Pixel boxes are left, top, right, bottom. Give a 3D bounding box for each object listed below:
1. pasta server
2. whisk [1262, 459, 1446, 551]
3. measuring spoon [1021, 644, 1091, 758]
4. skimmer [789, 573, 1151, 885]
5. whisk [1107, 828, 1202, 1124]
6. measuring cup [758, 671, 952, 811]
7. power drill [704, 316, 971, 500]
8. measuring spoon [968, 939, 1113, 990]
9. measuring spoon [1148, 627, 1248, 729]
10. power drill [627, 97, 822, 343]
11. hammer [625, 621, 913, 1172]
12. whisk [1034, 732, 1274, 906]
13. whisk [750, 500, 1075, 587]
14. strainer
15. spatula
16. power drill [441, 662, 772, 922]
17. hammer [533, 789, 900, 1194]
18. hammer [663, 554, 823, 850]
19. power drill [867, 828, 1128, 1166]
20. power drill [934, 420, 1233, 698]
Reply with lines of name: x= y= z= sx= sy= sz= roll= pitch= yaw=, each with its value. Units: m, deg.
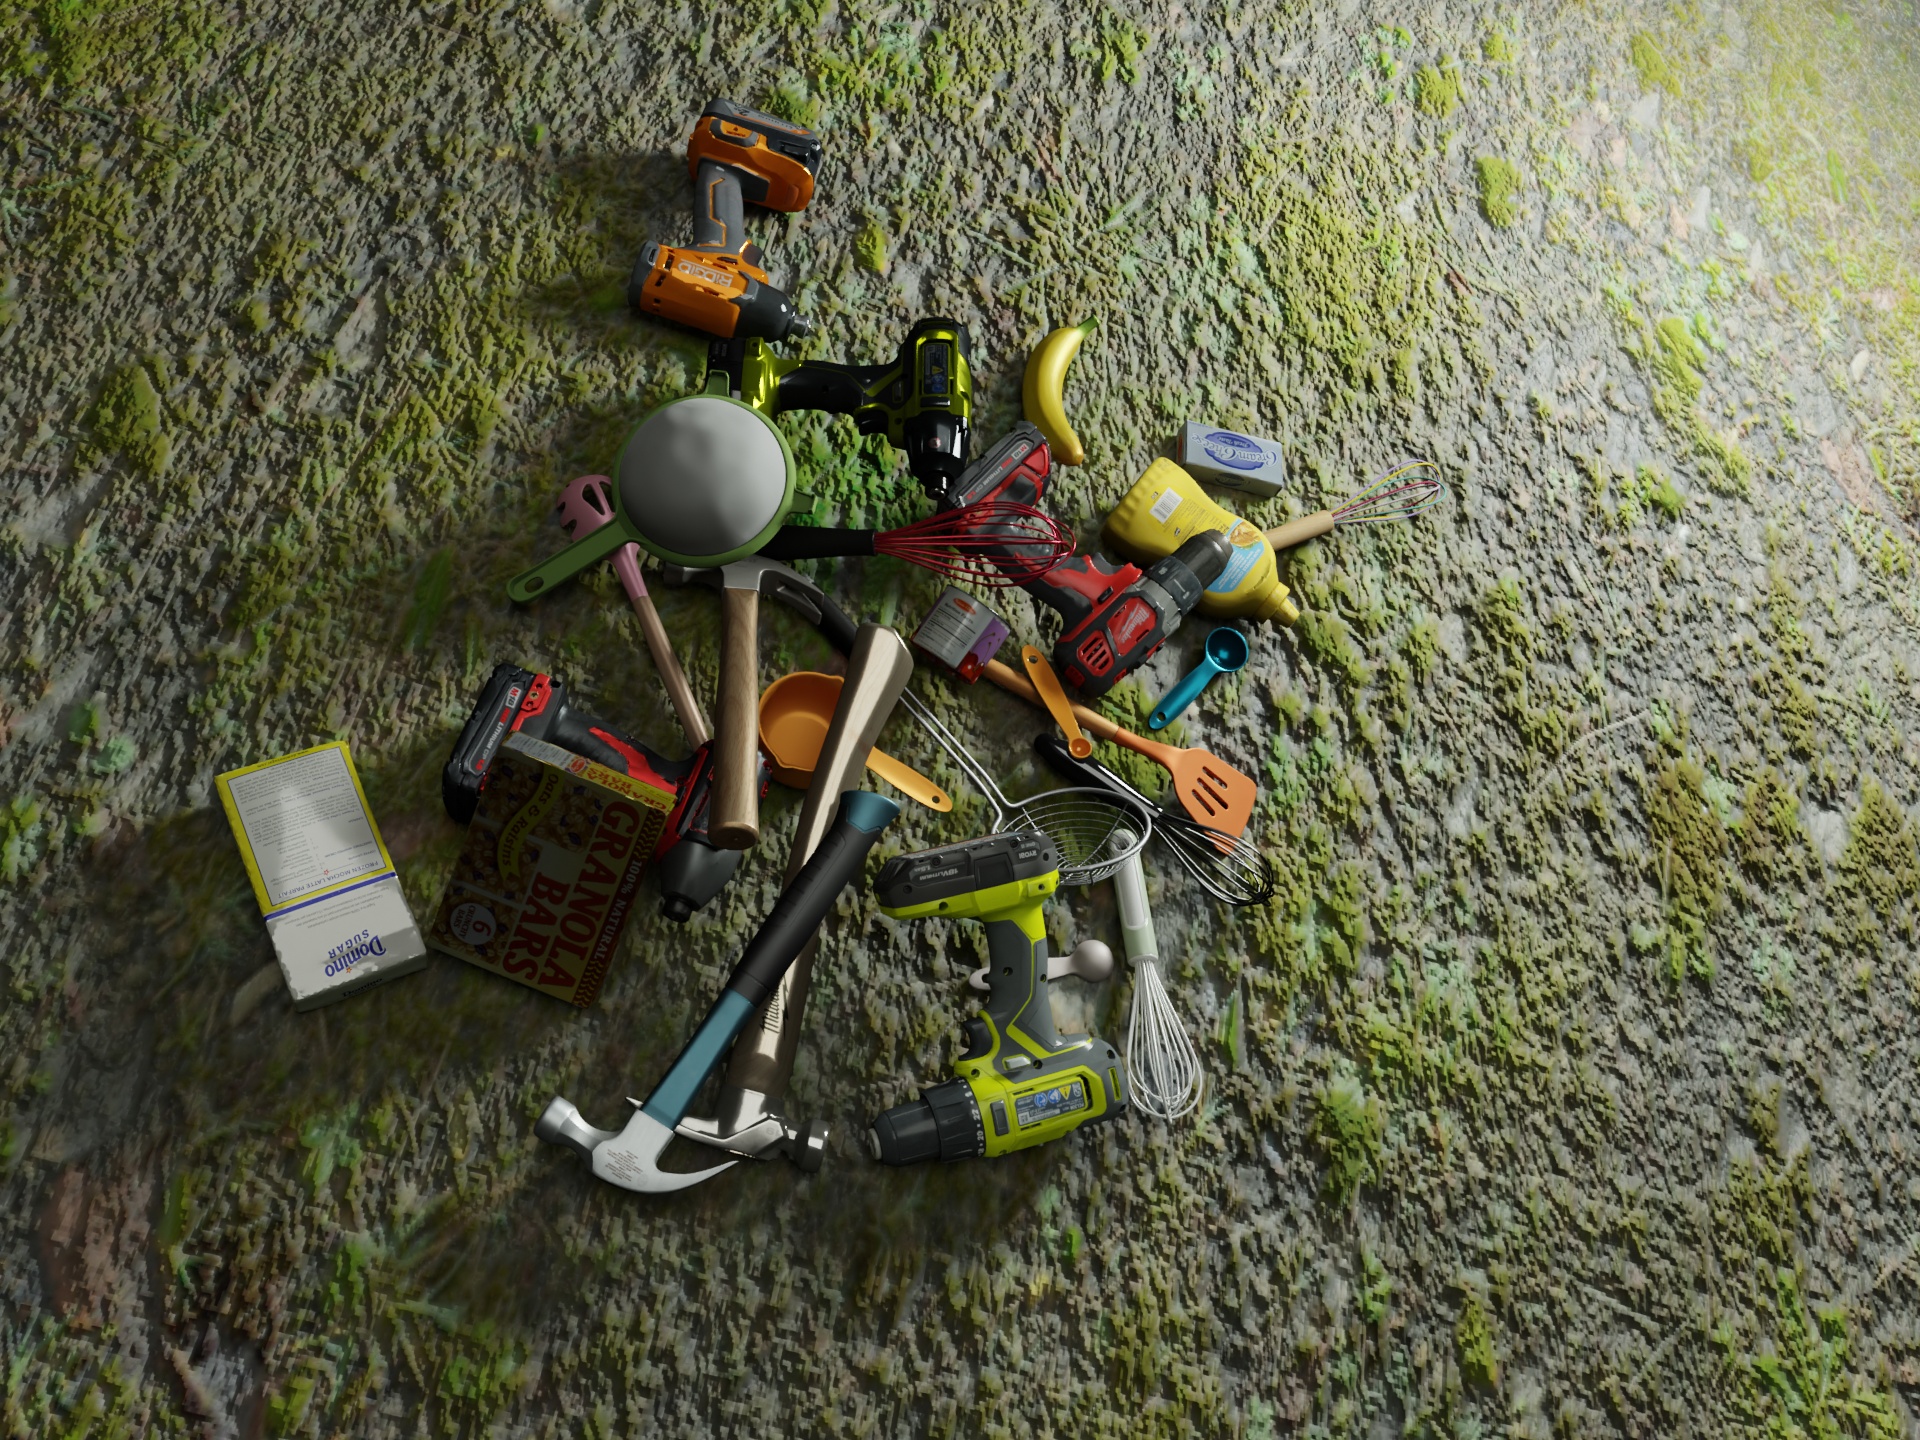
pasta server: x=-0.250 y=-0.071 z=1.288 sx=0.060 sy=0.040 sz=0.316 roll=-19 pitch=75 yaw=-25
whisk: x=0.373 y=-0.195 z=1.537 sx=0.245 sy=0.047 sz=0.051 roll=-21 pitch=60 yaw=-21
measuring spoon: x=0.079 y=-0.015 z=1.340 sx=0.021 sy=0.011 sz=0.117 roll=-18 pitch=64 yaw=-17
skimmer: x=-0.002 y=-0.004 z=1.290 sx=0.363 sy=0.090 sz=0.127 roll=46 pitch=47 yaw=10
whisk: x=0.146 y=0.198 z=1.262 sx=0.058 sy=0.059 sz=0.247 roll=-12 pitch=60 yaw=8
measuring cup: x=-0.087 y=0.033 z=1.270 sx=0.173 sy=0.052 sz=0.095 roll=32 pitch=59 yaw=-2
power drill: x=-0.102 y=-0.261 z=1.360 sx=0.223 sy=0.080 sz=0.171 roll=-1 pitch=63 yaw=3
measuring spoon: x=0.065 y=0.195 z=1.252 sx=0.124 sy=0.018 sz=0.034 roll=-7 pitch=66 yaw=-19
measuring spoon: x=0.207 y=-0.033 z=1.418 sx=0.042 sy=0.021 sz=0.128 roll=46 pitch=69 yaw=1
power drill: x=-0.198 y=-0.450 z=1.468 sx=0.164 sy=0.084 sz=0.227 roll=17 pitch=64 yaw=-9
hammer: x=-0.122 y=0.114 z=1.185 sx=0.146 sy=0.038 sz=0.411 roll=17 pitch=71 yaw=-7
whisk: x=0.161 y=0.082 z=1.325 sx=0.239 sy=0.055 sz=0.055 roll=34 pitch=59 yaw=7
whisk: x=-0.051 y=-0.147 z=1.321 sx=0.296 sy=0.073 sz=0.073 roll=2 pitch=61 yaw=12
strainer: x=-0.252 y=-0.173 z=1.260 sx=0.256 sy=0.069 sz=0.151 roll=-34 pitch=78 yaw=-10
spatula: x=0.108 y=0.005 z=1.362 sx=0.322 sy=0.041 sz=0.081 roll=28 pitch=59 yaw=3
power drill: x=-0.262 y=0.056 z=1.182 sx=0.219 sy=0.078 sz=0.143 roll=21 pitch=62 yaw=-5
hammer: x=-0.148 y=0.183 z=1.121 sx=0.128 sy=0.033 sz=0.331 roll=34 pitch=69 yaw=1
hammer: x=-0.167 y=-0.026 z=1.212 sx=0.130 sy=0.031 sz=0.332 roll=3 pitch=40 yaw=-10
power drill: x=0.010 y=0.206 z=1.165 sx=0.190 sy=0.080 sz=0.228 roll=-12 pitch=90 yaw=-17
power drill: x=0.108 y=-0.154 z=1.388 sx=0.188 sy=0.080 sz=0.227 roll=-43 pitch=83 yaw=-11
